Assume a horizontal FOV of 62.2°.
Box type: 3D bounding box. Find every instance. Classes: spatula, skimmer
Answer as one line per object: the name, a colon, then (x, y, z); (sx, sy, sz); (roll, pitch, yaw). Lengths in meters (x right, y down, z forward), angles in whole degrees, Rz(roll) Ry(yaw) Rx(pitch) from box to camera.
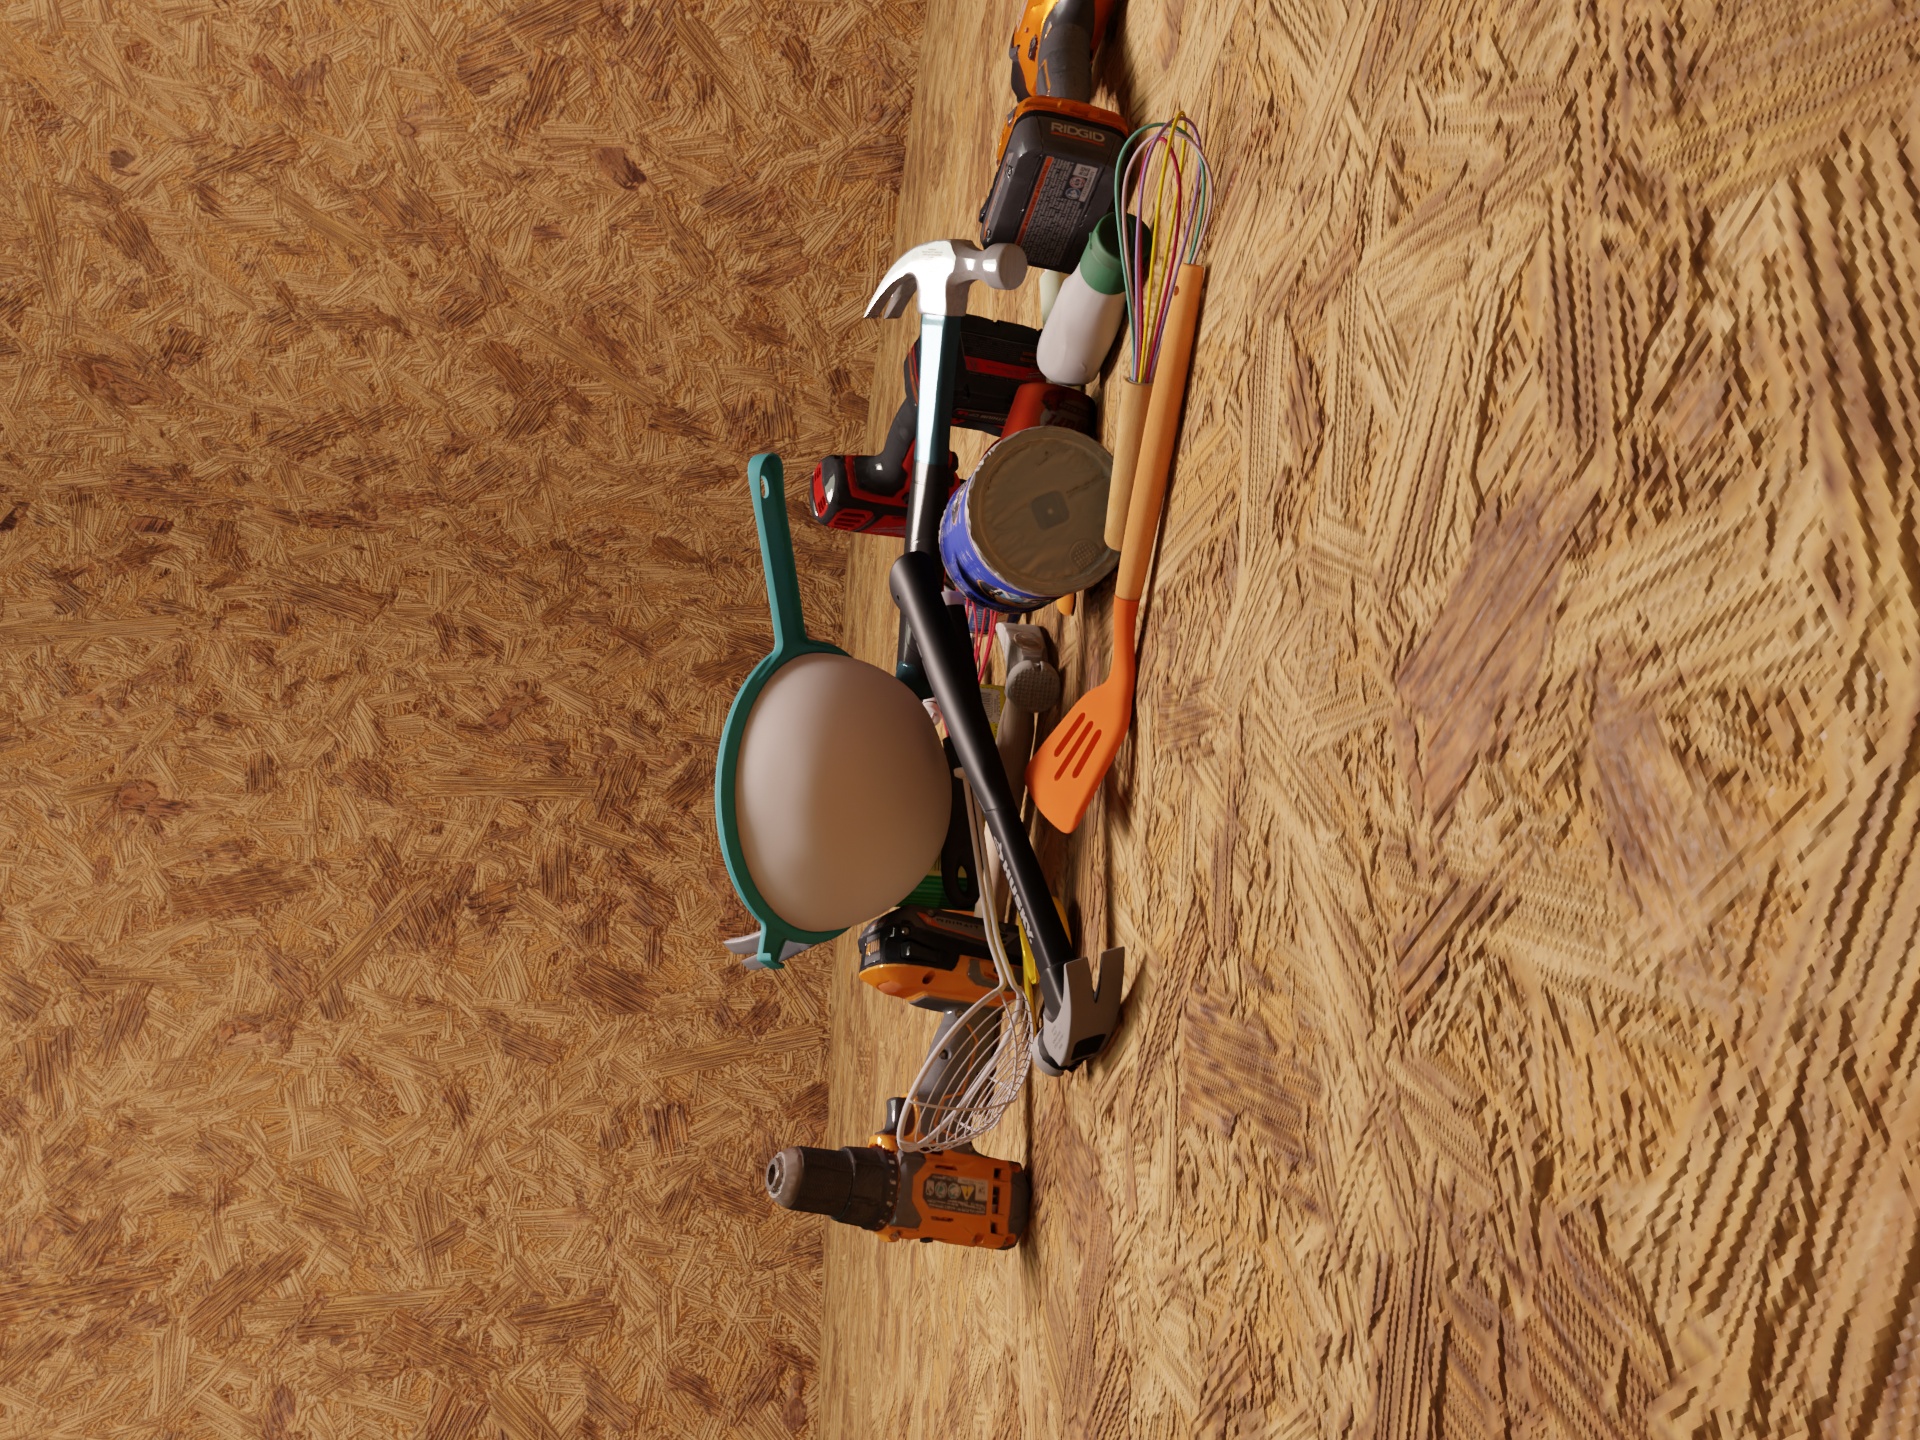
spatula: (0.091, -0.093, 0.896); (0.081, 0.041, 0.322); (-127, 42, -60)
skimmer: (-0.013, 0.098, 1.054); (0.127, 0.090, 0.363); (10, -109, -65)

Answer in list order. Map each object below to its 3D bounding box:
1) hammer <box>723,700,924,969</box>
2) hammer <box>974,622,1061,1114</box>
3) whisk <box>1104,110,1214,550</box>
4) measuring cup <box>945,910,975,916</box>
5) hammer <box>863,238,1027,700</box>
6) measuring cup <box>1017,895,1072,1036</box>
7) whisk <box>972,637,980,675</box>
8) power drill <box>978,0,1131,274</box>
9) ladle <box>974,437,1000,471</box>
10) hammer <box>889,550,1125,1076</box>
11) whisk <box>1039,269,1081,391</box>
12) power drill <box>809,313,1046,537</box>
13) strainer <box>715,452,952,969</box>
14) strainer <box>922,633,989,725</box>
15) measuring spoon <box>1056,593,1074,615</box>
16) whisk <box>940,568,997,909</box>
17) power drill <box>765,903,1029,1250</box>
hammer: (-0.076, 0.059, 1.351); (0.143, 0.038, 0.386); (-29, 20, 32)
hammer: (0.026, 0.127, 1.261); (0.146, 0.038, 0.410); (-102, 18, -69)
whisk: (0.102, -0.210, 0.884); (0.047, 0.051, 0.244); (-111, 23, -60)
measuring cup: (-0.007, 0.208, 1.385); (0.095, 0.052, 0.174); (110, 165, -63)
hammer: (-0.021, -0.169, 1.124); (0.128, 0.033, 0.331); (20, 113, 42)
measuring cup: (0.058, 0.172, 1.072); (0.156, 0.029, 0.062); (85, 174, -52)
whisk: (0.001, -0.090, 1.454); (0.239, 0.055, 0.055); (-76, -3, -54)
power drill: (0.066, -0.428, 1.119); (0.164, 0.084, 0.227); (117, 160, -61)
ladle: (0.020, -0.187, 1.503); (0.069, 0.031, 0.315); (-51, -4, -14)
hammer: (0.020, 0.041, 0.967); (0.146, 0.035, 0.335); (106, 147, -63)
whisk: (0.071, -0.338, 1.195); (0.059, 0.058, 0.247); (39, -136, -56)
power drill: (0.003, -0.214, 1.260); (0.226, 0.187, 0.080); (-43, 49, 52)
strainer: (-0.076, -0.013, 1.073); (0.211, 0.095, 0.340); (-29, -65, -56)
strainer: (0.003, -0.060, 1.323); (0.087, 0.050, 0.259); (-27, 22, 30)
measuring spoon: (0.076, -0.132, 1.130); (0.021, 0.011, 0.117); (132, 142, -77)
whisk: (-0.002, -0.004, 1.201); (0.073, 0.073, 0.296); (117, 153, -70)
power drill: (-0.038, 0.249, 1.118); (0.084, 0.185, 0.226); (-34, 47, 57)
